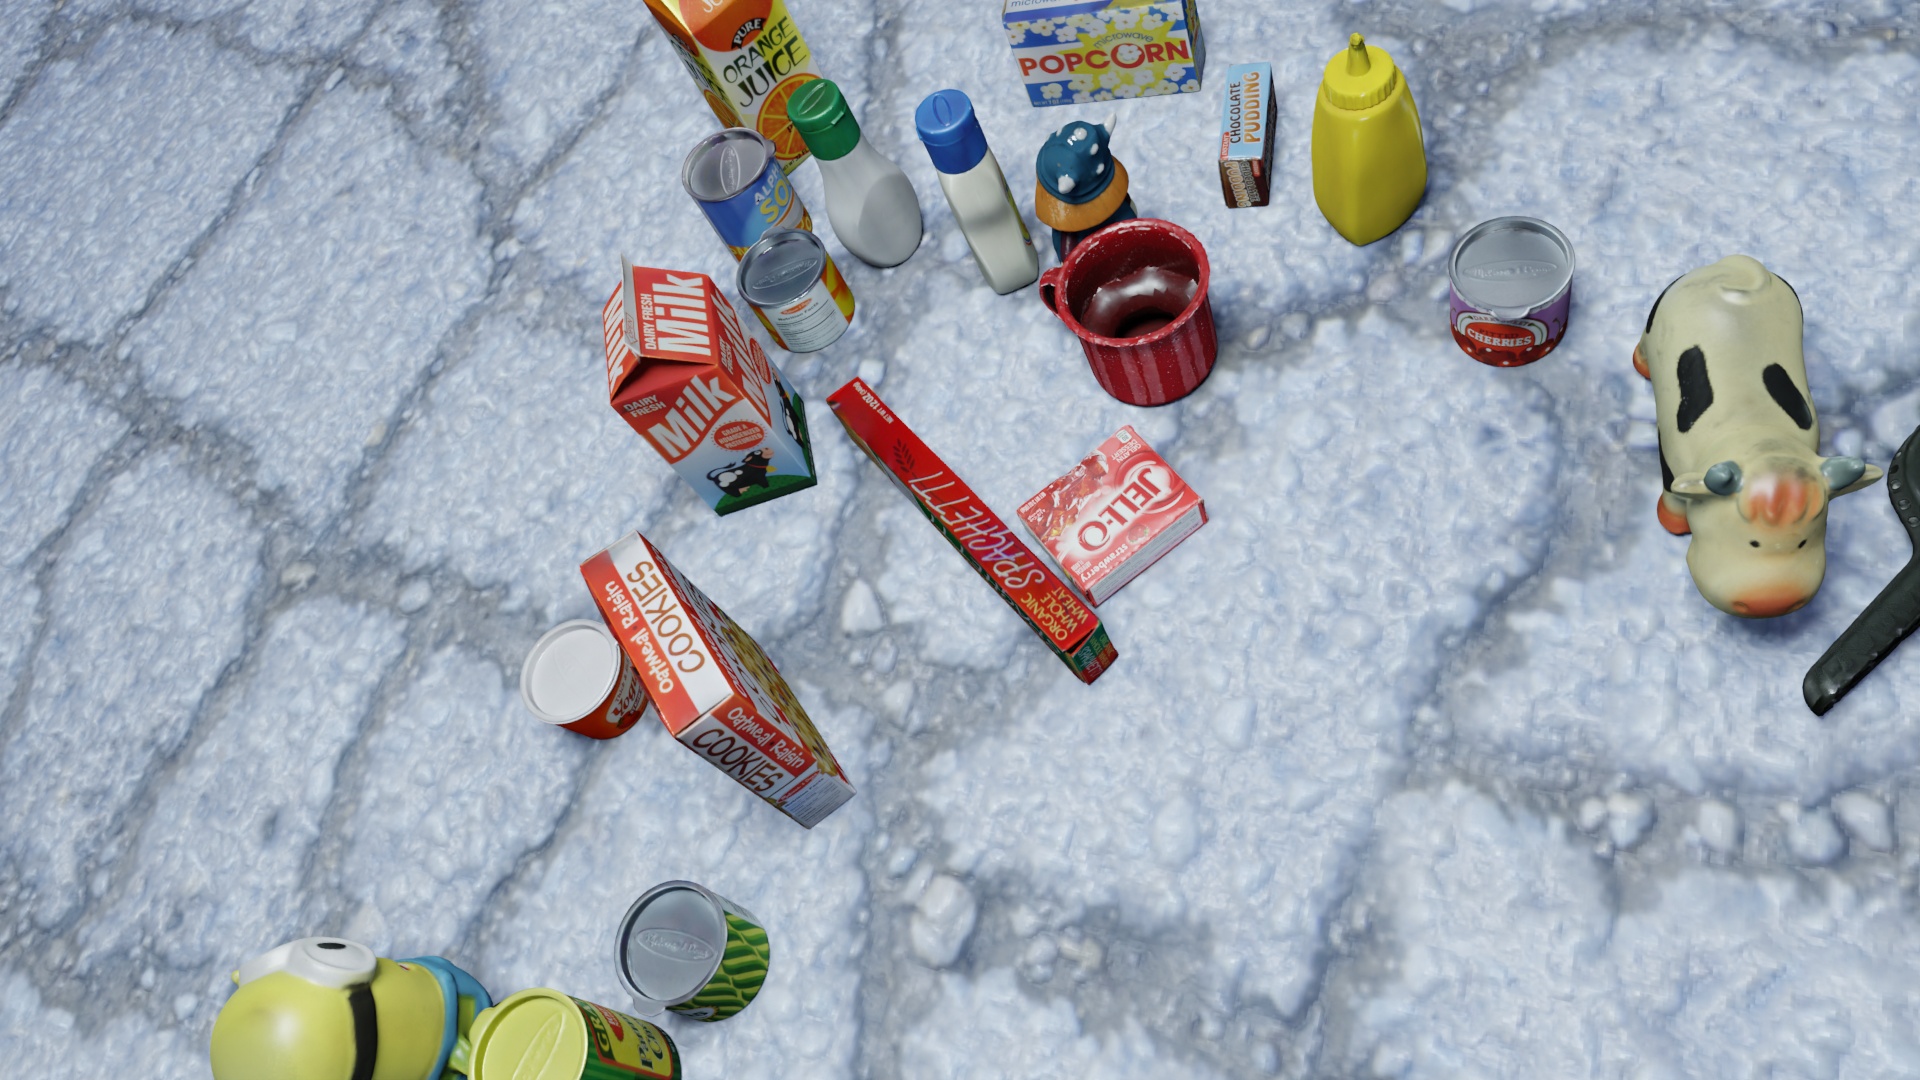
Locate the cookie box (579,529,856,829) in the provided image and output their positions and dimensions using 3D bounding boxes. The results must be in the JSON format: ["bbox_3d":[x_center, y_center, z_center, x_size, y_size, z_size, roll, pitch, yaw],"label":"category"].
[{"bbox_3d":[-0.132,0.081,0.768,0.040,0.167,0.123,-37,58,-2],"label":"cookie box"}]

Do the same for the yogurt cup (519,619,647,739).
[{"bbox_3d":[-0.231,0.090,0.865,0.072,0.053,0.073,-8,61,15],"label":"yogurt cup"}]

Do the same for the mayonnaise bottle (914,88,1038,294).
[{"bbox_3d":[0.011,-0.225,0.895,0.041,0.147,0.065,-21,58,8],"label":"mayonnaise bottle"}]

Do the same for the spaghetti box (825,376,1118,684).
[{"bbox_3d":[0.003,-0.011,0.840,0.029,0.050,0.251,-41,58,-5],"label":"spaghetti box"}]

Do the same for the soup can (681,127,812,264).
[{"bbox_3d":[-0.149,-0.244,0.999,0.071,0.083,0.071,-8,61,15],"label":"soup can"}]

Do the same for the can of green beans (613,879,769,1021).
[{"bbox_3d":[-0.146,0.225,0.760,0.071,0.057,0.071,-8,61,15],"label":"can of green beans"}]

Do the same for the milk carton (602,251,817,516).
[{"bbox_3d":[-0.161,-0.096,0.860,0.073,0.190,0.072,-18,59,10],"label":"milk carton"}]

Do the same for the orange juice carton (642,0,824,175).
[{"bbox_3d":[-0.161,-0.360,1.001,0.072,0.192,0.073,-43,58,-6],"label":"orange juice carton"}]

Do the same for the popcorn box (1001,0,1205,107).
[{"bbox_3d":[0.101,-0.350,0.969,0.126,0.085,0.038,0,63,19],"label":"popcorn box"}]

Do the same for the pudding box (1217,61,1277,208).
[{"bbox_3d":[0.189,-0.267,0.915,0.030,0.049,0.084,1,63,20],"label":"pudding box"}]

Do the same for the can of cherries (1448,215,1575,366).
[{"bbox_3d":[0.314,-0.140,0.797,0.071,0.058,0.072,-8,61,15],"label":"can of cherries"}]

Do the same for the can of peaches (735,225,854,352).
[{"bbox_3d":[-0.114,-0.174,0.964,0.071,0.058,0.071,-8,61,15],"label":"can of peaches"}]

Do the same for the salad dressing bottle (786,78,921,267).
[{"bbox_3d":[-0.071,-0.245,0.935,0.044,0.147,0.064,32,77,30],"label":"salad dressing bottle"}]

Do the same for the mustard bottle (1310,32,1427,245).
[{"bbox_3d":[0.239,-0.243,0.819,0.065,0.159,0.049,-35,58,-1],"label":"mustard bottle"}]

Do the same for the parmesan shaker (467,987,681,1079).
[{"bbox_3d":[-0.200,0.275,0.725,0.071,0.102,0.071,-8,61,15],"label":"parmesan shaker"}]
